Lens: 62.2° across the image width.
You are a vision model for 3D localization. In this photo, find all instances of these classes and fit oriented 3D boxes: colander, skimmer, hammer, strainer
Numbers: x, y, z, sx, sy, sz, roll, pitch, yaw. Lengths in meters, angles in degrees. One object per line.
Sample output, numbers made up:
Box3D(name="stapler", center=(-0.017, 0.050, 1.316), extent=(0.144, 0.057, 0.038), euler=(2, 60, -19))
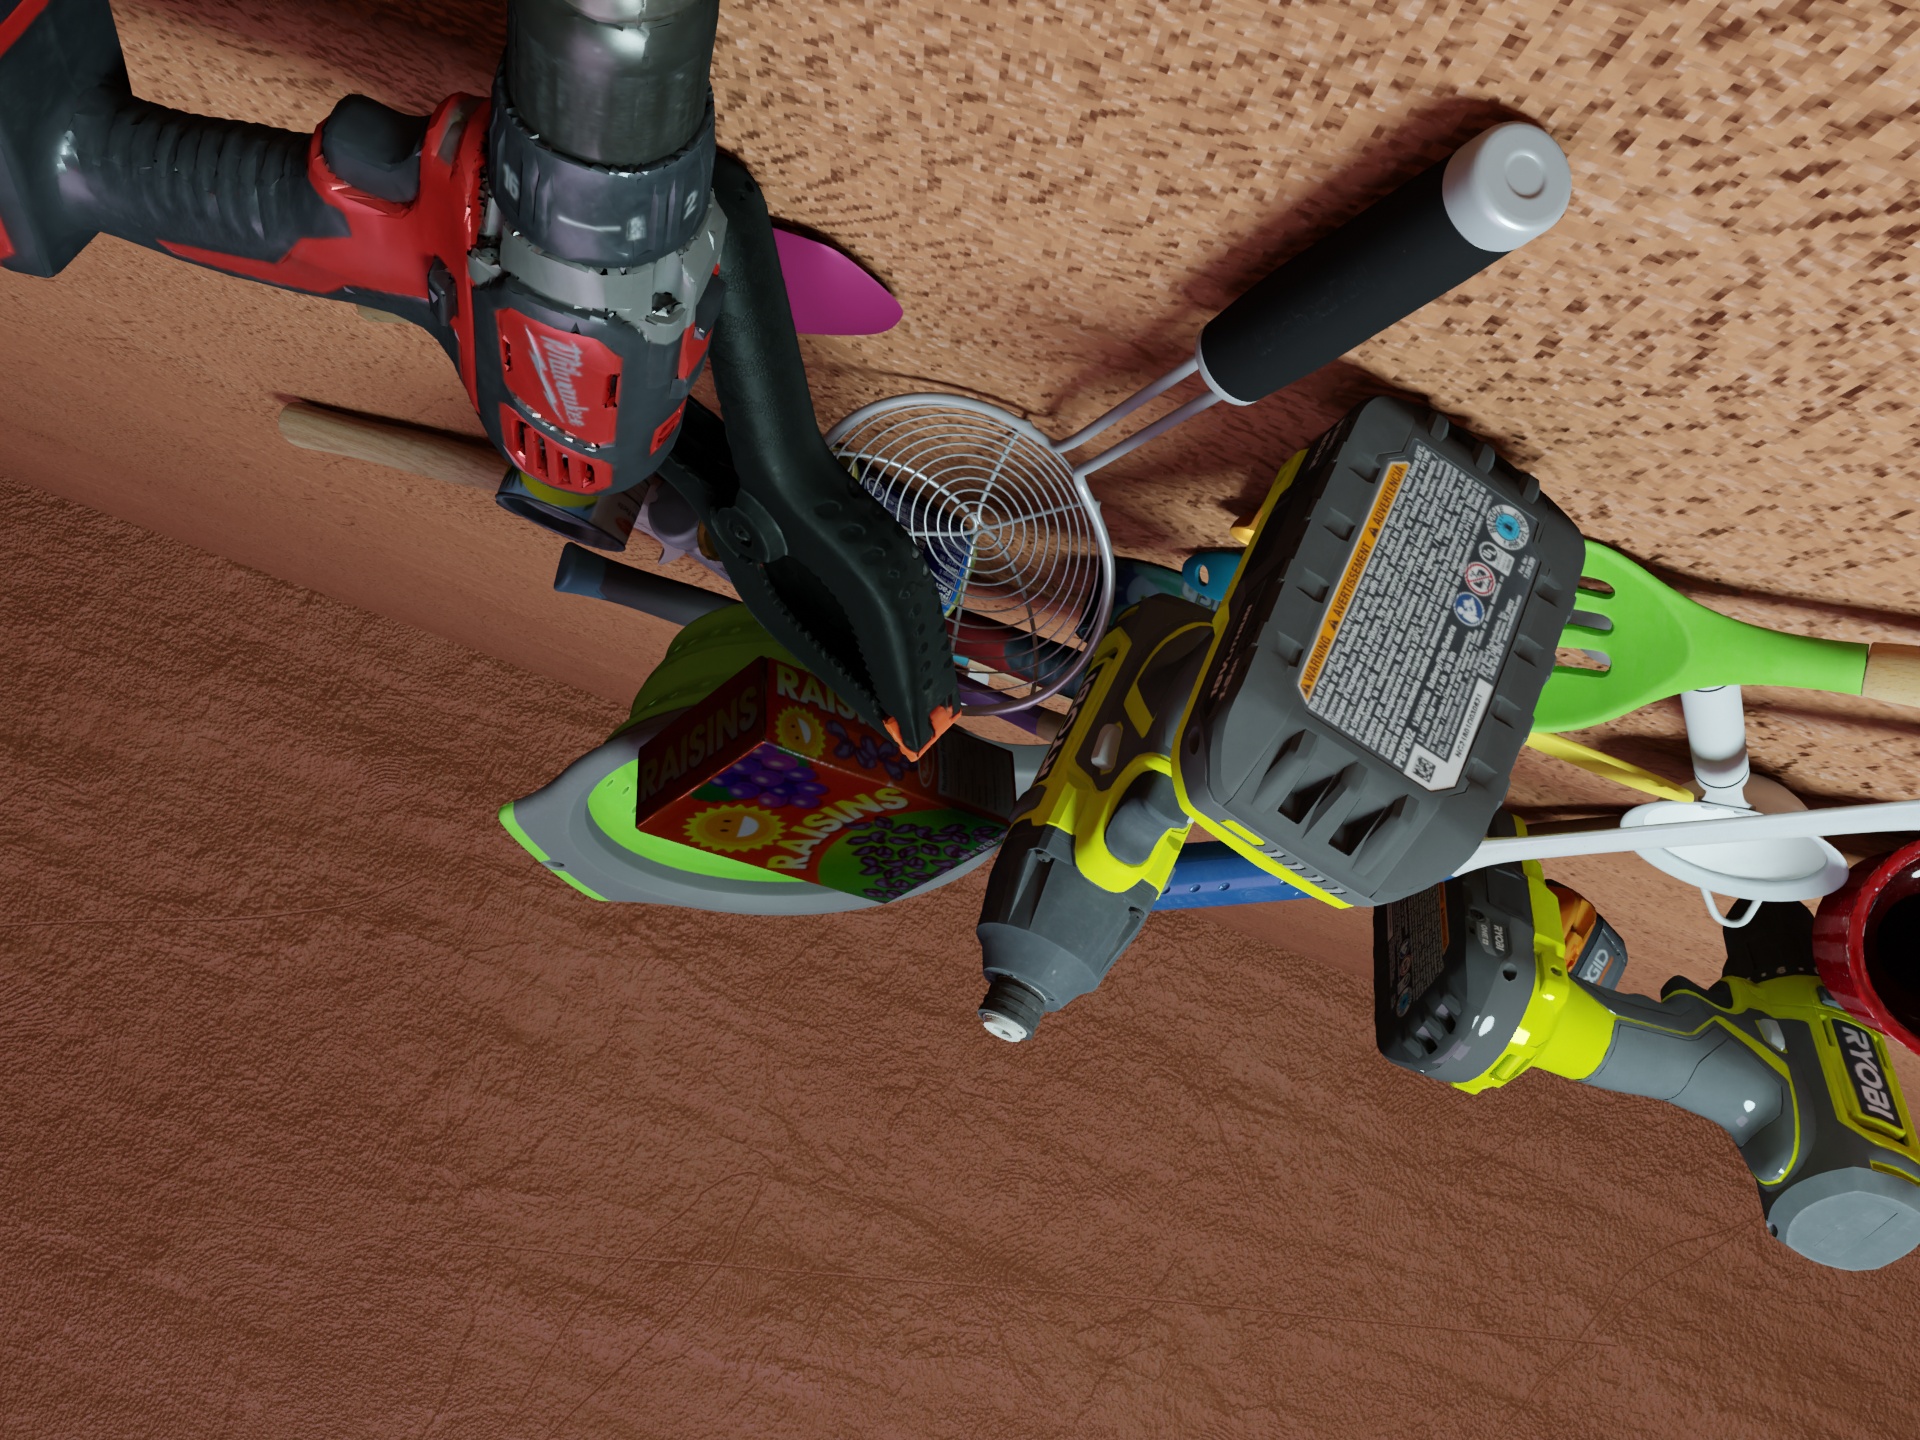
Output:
Box3D(name="colander", center=(-0.001, -0.002, 0.708), extent=(0.397, 0.095, 0.204), euler=(-9, 151, 11))
Box3D(name="skimmer", center=(0.033, -0.068, 0.459), extent=(0.127, 0.090, 0.363), euler=(49, 165, -8))
Box3D(name="hammer", center=(0.195, 0.047, 0.602), extent=(0.405, 0.035, 0.143), euler=(-9, 153, 33))
Box3D(name="hammer", center=(-0.289, -0.151, 0.946), extent=(0.331, 0.031, 0.130), euler=(16, 171, 31))
Box3D(name="hammer", center=(0.026, -0.034, 0.817), extent=(0.386, 0.038, 0.143), euler=(22, 175, 22))
Box3D(name="strainer", center=(0.291, 0.019, 0.604), extent=(0.087, 0.050, 0.258), euler=(11, 163, 32))
Box3D(name="hammer", center=(-0.115, -0.054, 1.034), extent=(0.330, 0.033, 0.128), euler=(17, 175, -39))

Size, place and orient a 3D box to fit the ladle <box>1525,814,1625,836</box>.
Box3D(name="ladle", center=(0.320, 0.075, 0.868), extent=(0.078, 0.062, 0.320), euler=(13, 171, -11))

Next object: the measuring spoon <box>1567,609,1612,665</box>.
Box3D(name="measuring spoon", center=(0.177, -0.044, 0.528), extent=(0.124, 0.018, 0.034), euler=(22, 173, -4))

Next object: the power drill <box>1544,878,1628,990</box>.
Box3D(name="power drill", center=(0.226, 0.081, 0.863), extent=(0.226, 0.084, 0.164), euler=(40, 162, -10))

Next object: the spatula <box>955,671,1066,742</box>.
Box3D(name="spatula", center=(0.061, 0.009, 0.770), extent=(0.316, 0.018, 0.059), euler=(23, 177, 27))

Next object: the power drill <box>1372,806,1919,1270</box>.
Box3D(name="power drill", center=(0.306, 0.120, 0.711), extent=(0.228, 0.191, 0.080), euler=(22, 129, -4))

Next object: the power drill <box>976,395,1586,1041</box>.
Box3D(name="power drill", center=(0.078, 0.012, 0.495), extent=(0.080, 0.171, 0.223), euler=(32, 155, -7))

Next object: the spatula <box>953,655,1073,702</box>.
Box3D(name="spatula", center=(0.028, -0.025, 0.945), extent=(0.317, 0.082, 0.044), euler=(17, 134, -3))

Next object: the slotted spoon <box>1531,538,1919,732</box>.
Box3D(name="slotted spoon", center=(0.281, -0.008, 0.443), extent=(0.314, 0.031, 0.070), euler=(11, 125, 31))

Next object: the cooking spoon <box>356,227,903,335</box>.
Box3D(name="cooking spoon", center=(-0.141, -0.154, 0.579), extent=(0.319, 0.017, 0.068), euler=(13, 168, 43))

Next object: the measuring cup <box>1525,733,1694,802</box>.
Box3D(name="measuring cup", center=(0.205, -0.012, 0.599), extent=(0.156, 0.029, 0.062), euler=(24, 172, 5))

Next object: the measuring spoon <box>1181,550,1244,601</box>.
Box3D(name="measuring spoon", center=(0.116, -0.048, 0.589), extent=(0.021, 0.042, 0.129), euler=(-13, -163, -28))

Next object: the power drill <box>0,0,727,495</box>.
Box3D(name="power drill", center=(-0.163, -0.151, 0.382), extent=(0.226, 0.080, 0.187), euler=(21, 153, -6))

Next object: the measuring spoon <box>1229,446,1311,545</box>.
Box3D(name="measuring spoon", center=(0.112, -0.076, 0.517), extent=(0.021, 0.011, 0.117), euler=(23, 169, -3))
